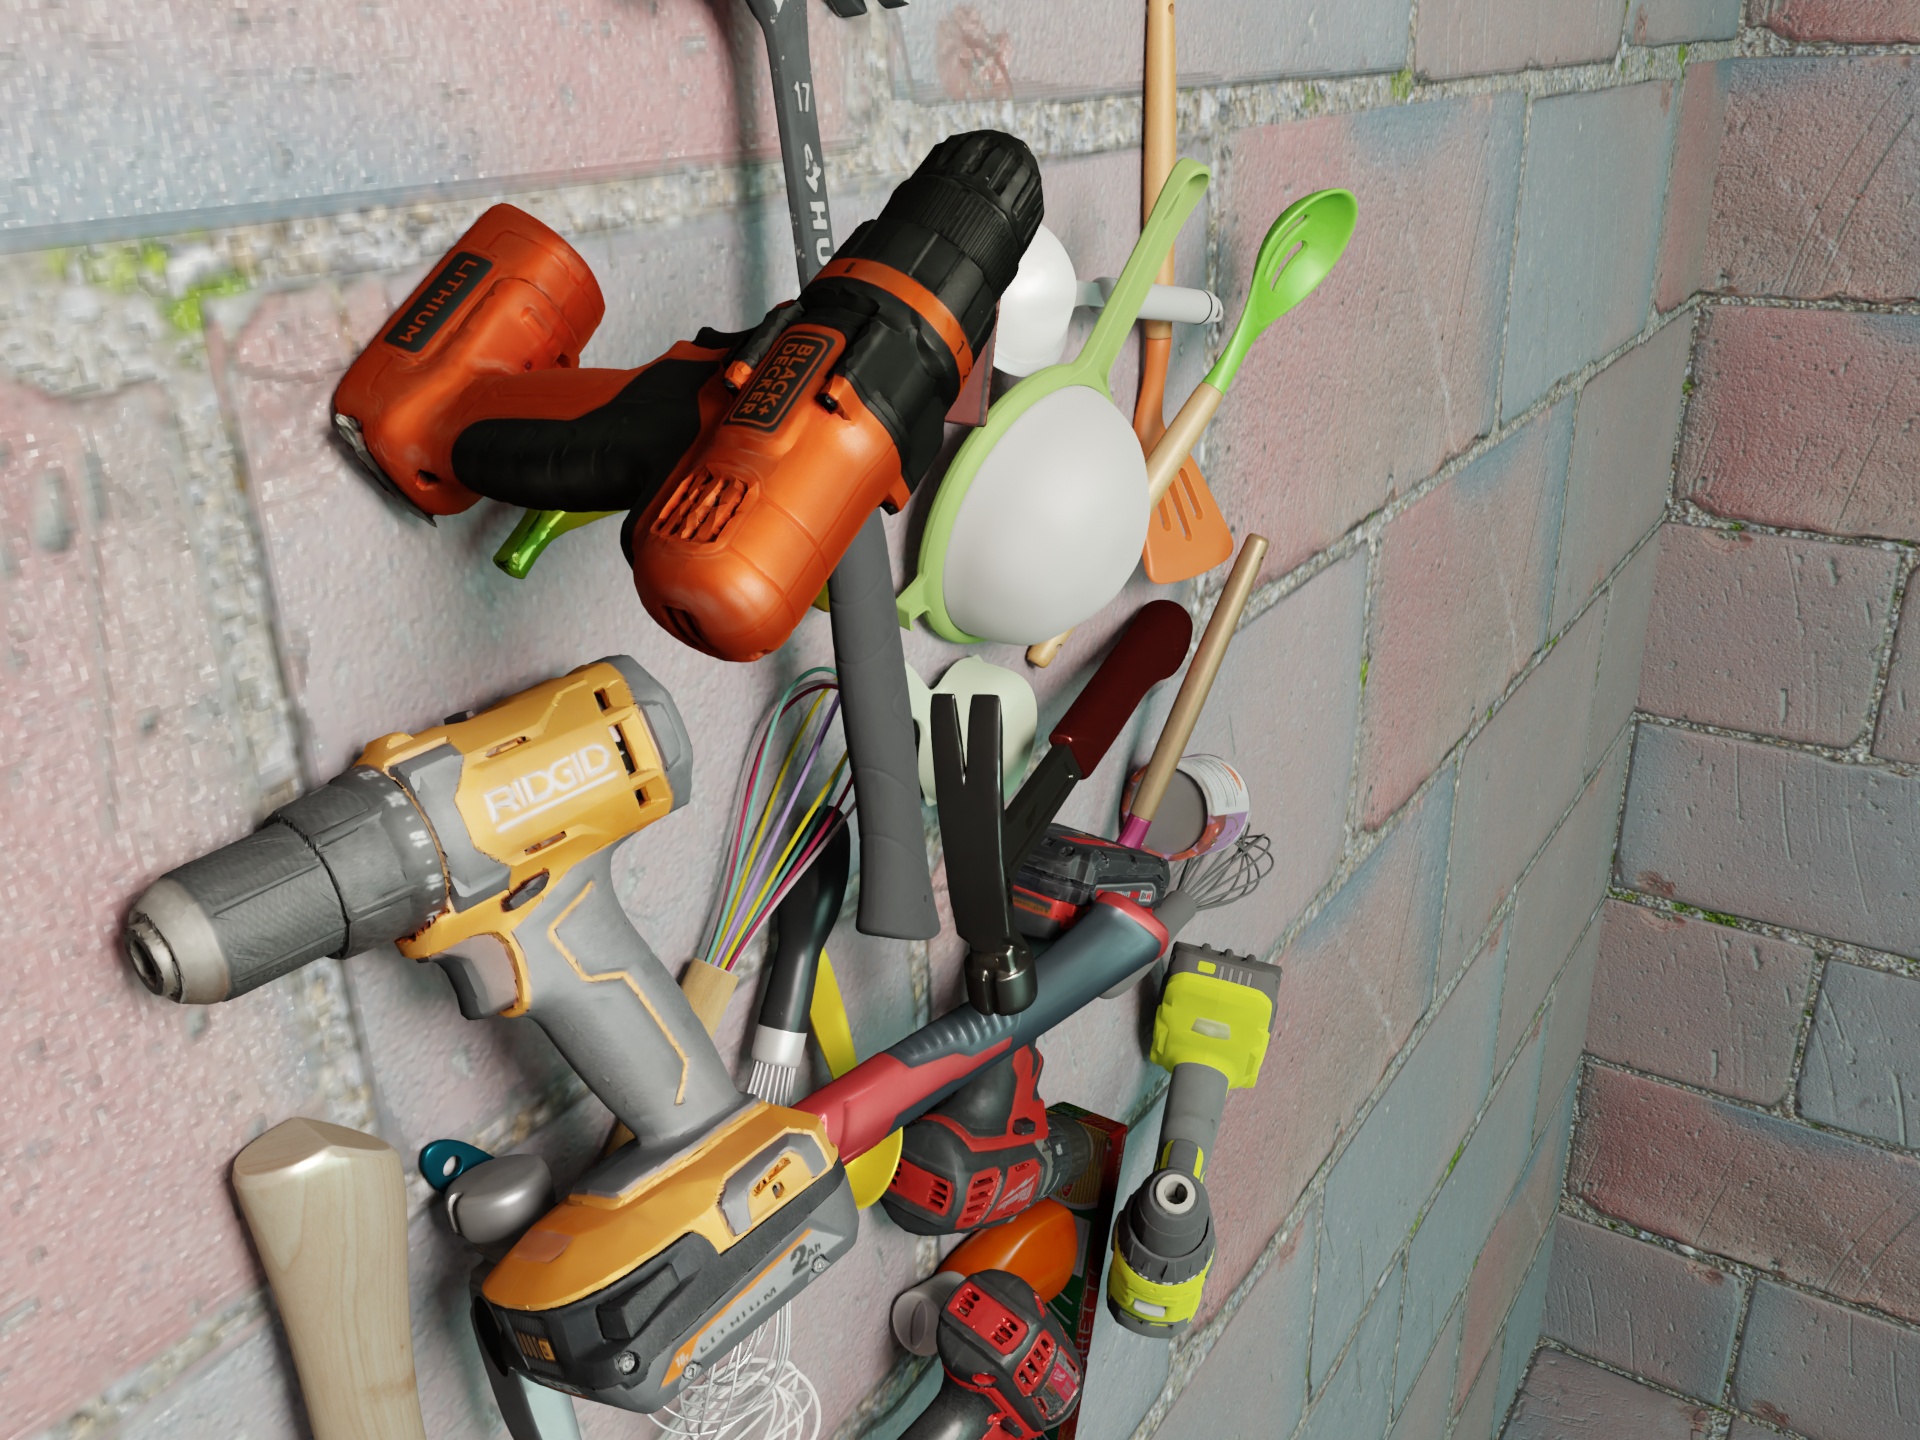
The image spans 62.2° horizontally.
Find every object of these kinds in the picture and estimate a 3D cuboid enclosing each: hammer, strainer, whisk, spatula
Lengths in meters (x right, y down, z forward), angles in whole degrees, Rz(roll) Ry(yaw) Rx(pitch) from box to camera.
[{"bbox_3d":[-0.198,0.331,0.569,0.146,0.038,0.410,-25,116,-40],"label":"hammer"},{"bbox_3d":[0.070,-0.215,0.798,0.258,0.050,0.087,-13,90,-51],"label":"strainer"},{"bbox_3d":[0.074,-0.138,0.764,0.151,0.069,0.256,-1,121,-60],"label":"strainer"},{"bbox_3d":[0.065,-0.004,0.818,0.359,0.037,0.149,-48,136,-60],"label":"hammer"},{"bbox_3d":[0.149,0.126,1.061,0.239,0.055,0.055,-32,128,-51],"label":"whisk"},{"bbox_3d":[-0.045,-0.102,0.623,0.149,0.036,0.408,-36,123,-60],"label":"hammer"},{"bbox_3d":[-0.033,0.181,0.703,0.386,0.038,0.143,-23,105,-42],"label":"hammer"},{"bbox_3d":[-0.153,0.350,0.681,0.246,0.059,0.057,-22,137,-48],"label":"whisk"},{"bbox_3d":[-0.094,0.085,0.676,0.051,0.047,0.245,40,71,-57],"label":"whisk"},{"bbox_3d":[0.119,-0.240,0.894,0.081,0.041,0.322,-22,119,-40],"label":"spatula"},{"bbox_3d":[-0.088,0.177,0.711,0.070,0.070,0.285,22,78,-58],"label":"whisk"}]

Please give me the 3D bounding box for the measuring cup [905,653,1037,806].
[{"bbox_3d":[-0.001,-0.002,0.768,0.167,0.038,0.083,41,66,-68],"label":"measuring cup"}]

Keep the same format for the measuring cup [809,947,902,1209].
[{"bbox_3d":[-0.067,0.166,0.775,0.062,0.029,0.156,-35,118,-48],"label":"measuring cup"}]

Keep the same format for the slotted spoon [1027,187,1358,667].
[{"bbox_3d":[0.125,-0.163,0.883,0.314,0.031,0.070,-57,150,-3],"label":"slotted spoon"}]

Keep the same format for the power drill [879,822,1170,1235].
[{"bbox_3d":[0.045,0.175,0.903,0.187,0.080,0.227,14,93,-58],"label":"power drill"}]

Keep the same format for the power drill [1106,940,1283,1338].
[{"bbox_3d":[0.148,0.263,1.025,0.190,0.080,0.229,88,19,-53],"label":"power drill"}]

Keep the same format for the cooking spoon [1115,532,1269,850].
[{"bbox_3d":[0.121,0.036,0.974,0.068,0.017,0.319,7,106,-59],"label":"cooking spoon"}]

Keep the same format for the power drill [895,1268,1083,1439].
[{"bbox_3d":[-0.016,0.411,0.850,0.220,0.079,0.143,-48,140,-20],"label":"power drill"}]

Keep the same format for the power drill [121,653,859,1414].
[{"bbox_3d":[-0.143,0.109,0.520,0.185,0.084,0.226,-28,101,-44],"label":"power drill"}]

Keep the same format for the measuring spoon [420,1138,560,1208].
[{"bbox_3d":[-0.165,0.193,0.620,0.042,0.021,0.128,-62,145,-23],"label":"measuring spoon"}]
